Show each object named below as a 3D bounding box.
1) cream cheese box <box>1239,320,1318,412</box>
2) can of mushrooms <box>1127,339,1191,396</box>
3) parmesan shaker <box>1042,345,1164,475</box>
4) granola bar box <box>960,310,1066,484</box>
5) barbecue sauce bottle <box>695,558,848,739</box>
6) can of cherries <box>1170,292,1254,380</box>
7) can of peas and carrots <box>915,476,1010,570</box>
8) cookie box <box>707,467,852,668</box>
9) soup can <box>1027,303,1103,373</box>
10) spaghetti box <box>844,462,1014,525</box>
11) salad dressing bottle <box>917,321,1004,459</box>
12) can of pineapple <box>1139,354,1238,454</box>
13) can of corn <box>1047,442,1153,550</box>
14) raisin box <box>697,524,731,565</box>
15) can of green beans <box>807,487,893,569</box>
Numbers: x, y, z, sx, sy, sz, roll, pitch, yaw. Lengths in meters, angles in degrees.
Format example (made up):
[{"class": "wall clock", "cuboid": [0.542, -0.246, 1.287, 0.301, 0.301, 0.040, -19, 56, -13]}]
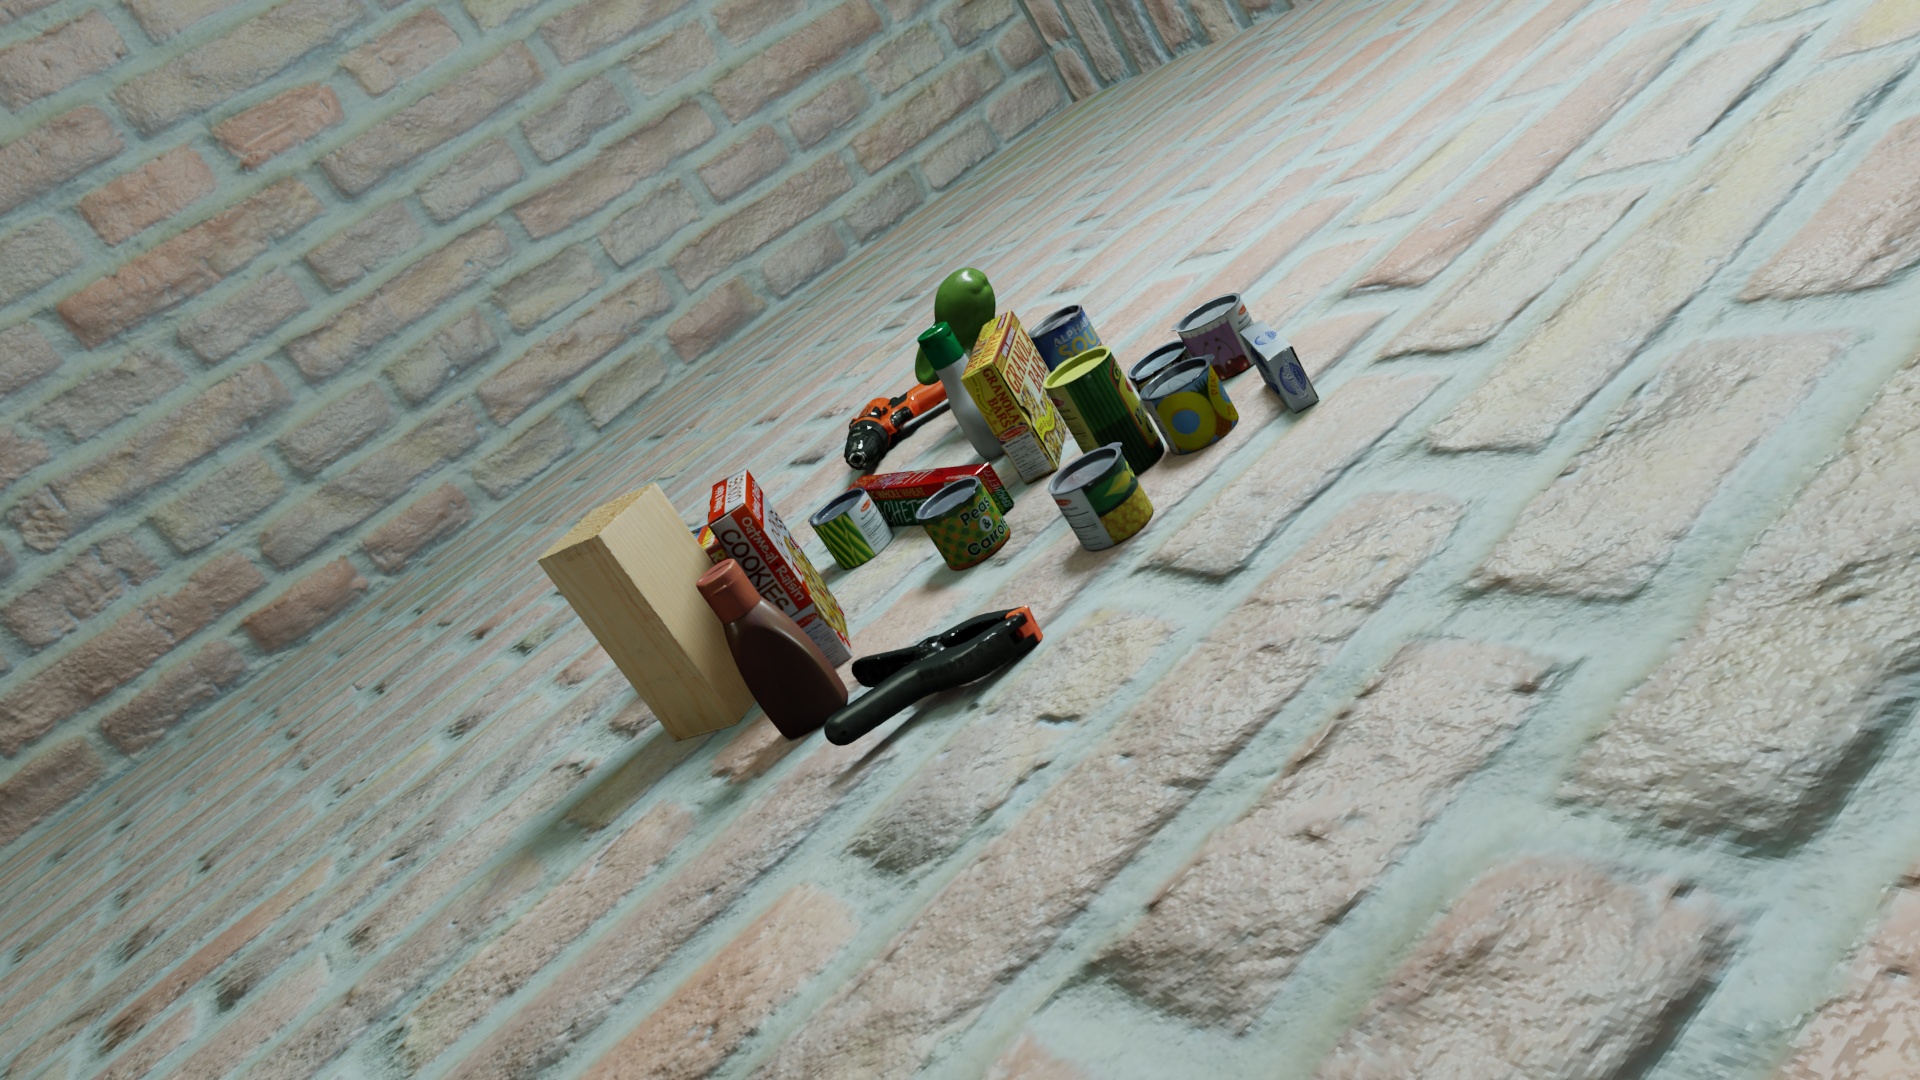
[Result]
[{"class": "cream cheese box", "cuboid": [0.264, -0.146, 1.154, 0.024, 0.053, 0.104, -30, 19, 9]}, {"class": "can of mushrooms", "cuboid": [0.196, -0.160, 1.333, 0.071, 0.033, 0.071, -29, 19, 11]}, {"class": "parmesan shaker", "cuboid": [0.125, -0.109, 1.207, 0.071, 0.103, 0.071, -29, 19, 11]}, {"class": "granola bar box", "cuboid": [0.058, -0.145, 1.372, 0.039, 0.124, 0.166, -26, 19, 20]}, {"class": "barbecue sauce bottle", "cuboid": [-0.152, 0.083, 1.095, 0.065, 0.148, 0.044, -31, 18, 6]}, {"class": "can of cherries", "cuboid": [0.240, -0.187, 1.290, 0.071, 0.058, 0.072, -29, 19, 11]}, {"class": "can of peas and carrots", "cuboid": [0.004, -0.015, 1.235, 0.071, 0.058, 0.071, -29, 19, 11]}, {"class": "cookie box", "cuboid": [-0.160, 0.026, 1.223, 0.040, 0.167, 0.123, -32, 18, 2]}, {"class": "soup can", "cuboid": [0.120, -0.198, 1.471, 0.071, 0.083, 0.071, -29, 19, 11]}, {"class": "spaghetti box", "cuboid": [-0.037, -0.043, 1.385, 0.029, 0.050, 0.250, -42, 21, -26]}, {"class": "salad dressing bottle", "cuboid": [0.007, -0.156, 1.446, 0.044, 0.147, 0.064, -21, 21, 32]}, {"class": "can of pineapple", "cuboid": [0.196, -0.115, 1.180, 0.071, 0.057, 0.071, -29, 19, 11]}, {"class": "can of corn", "cuboid": [0.114, -0.035, 1.108, 0.071, 0.058, 0.071, -29, 19, 11]}, {"class": "raisin box", "cuboid": [-0.203, 0.043, 1.318, 0.040, 0.123, 0.086, -29, 18, 10]}, {"class": "can of green beans", "cuboid": [-0.110, -0.012, 1.413, 0.071, 0.057, 0.071, -29, 19, 11]}]
